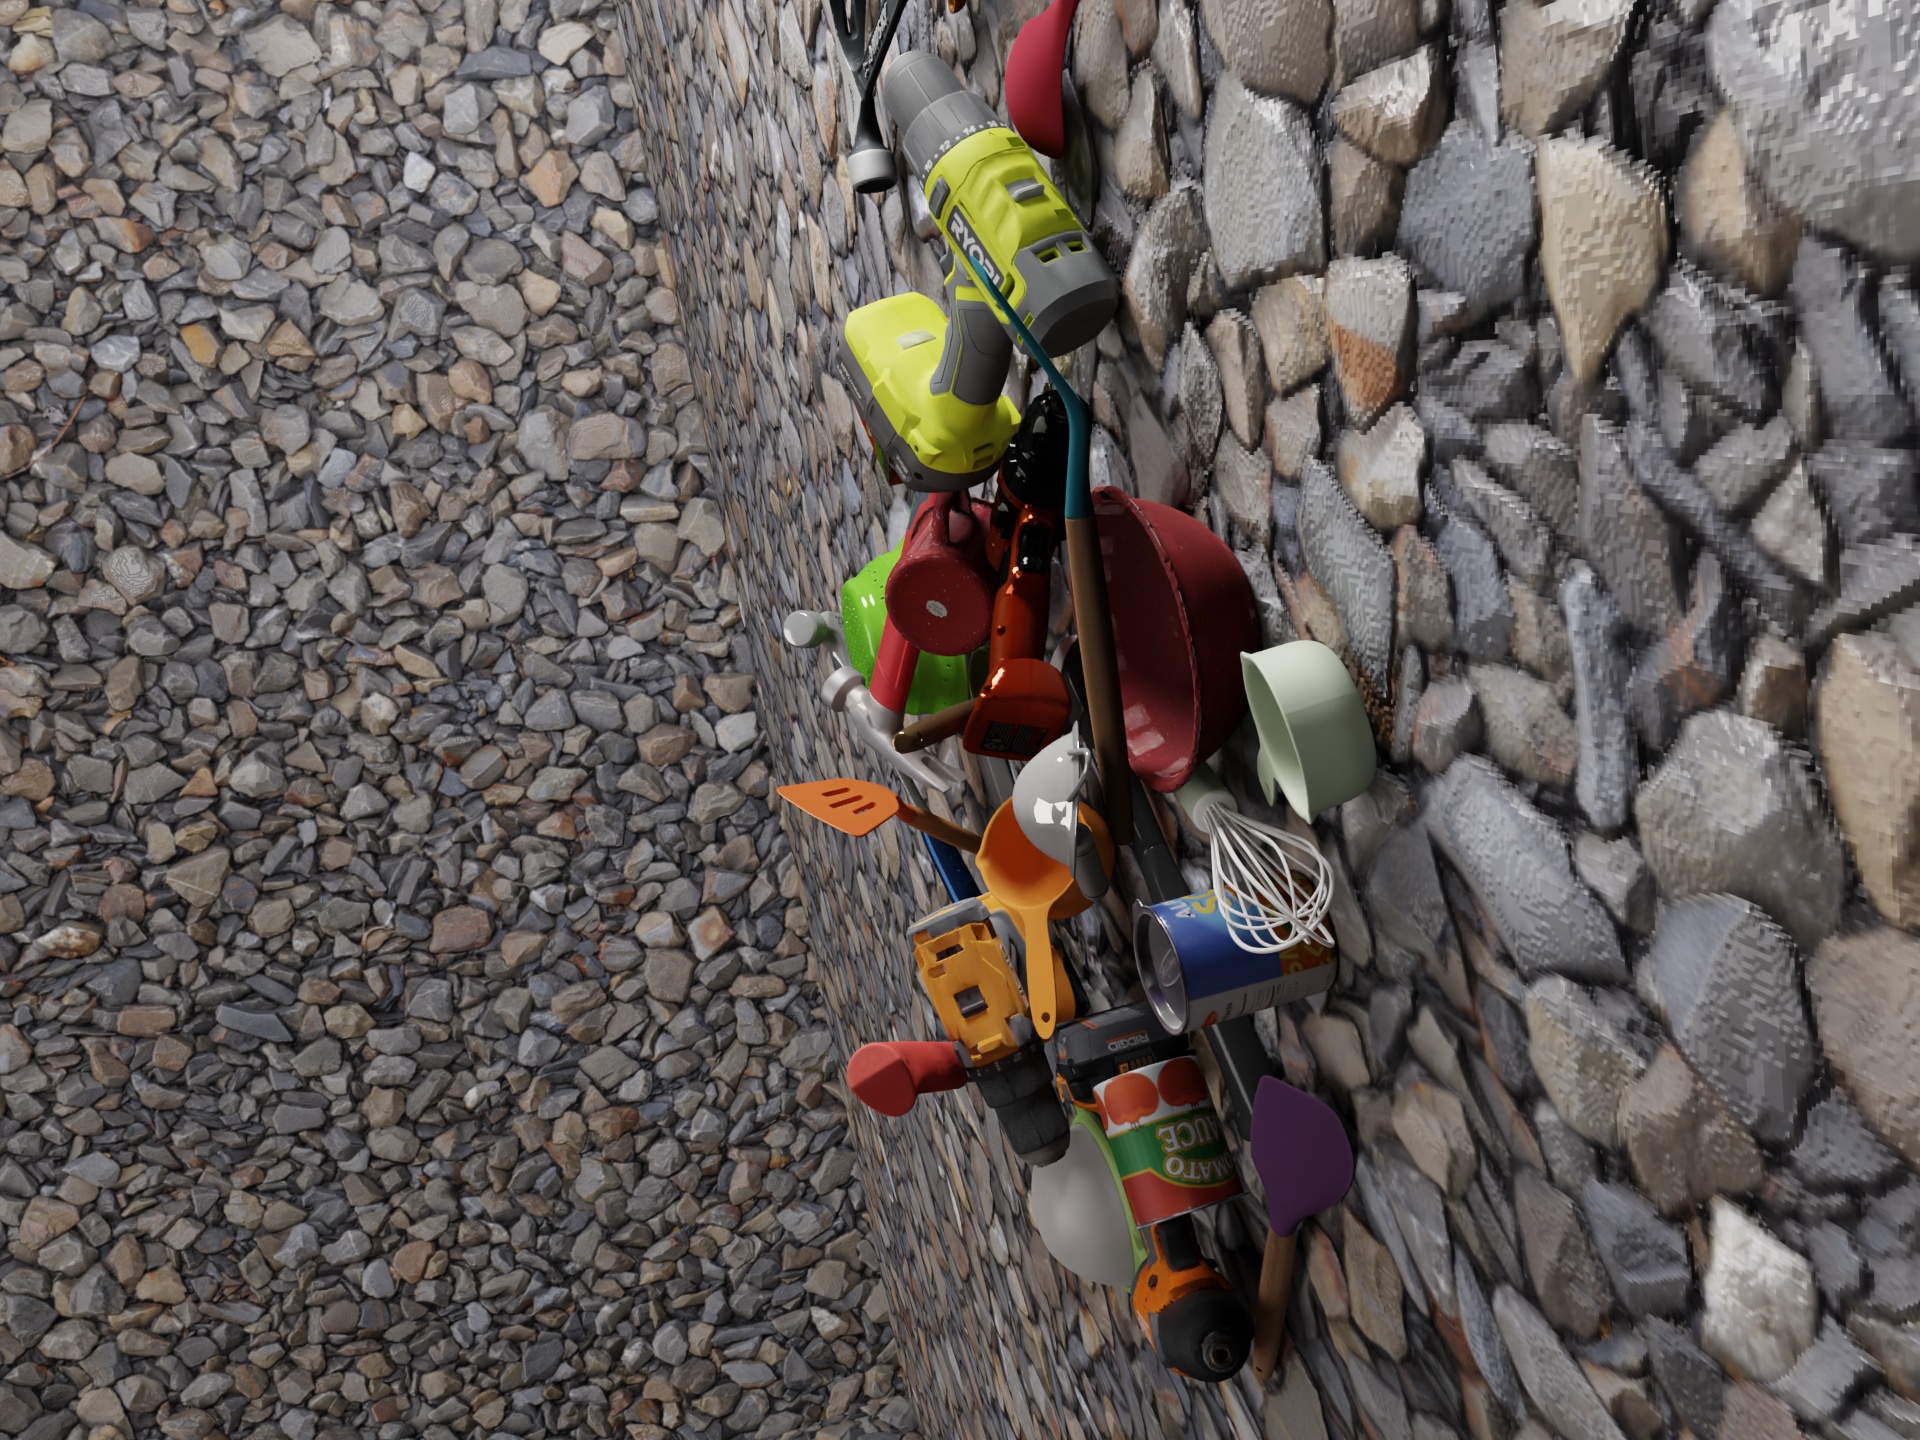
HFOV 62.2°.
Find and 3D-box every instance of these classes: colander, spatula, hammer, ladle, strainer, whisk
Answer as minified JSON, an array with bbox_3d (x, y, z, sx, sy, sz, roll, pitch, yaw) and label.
[{"bbox_3d":[-0.022,-0.001,1.339,0.204,0.094,0.397,110,144,-67],"label":"colander"},{"bbox_3d":[-0.038,0.088,1.293,0.081,0.041,0.322,27,178,27],"label":"spatula"},{"bbox_3d":[-0.038,-0.479,1.026,0.409,0.036,0.149,178,83,-78],"label":"hammer"},{"bbox_3d":[-0.016,-0.119,1.174,0.143,0.038,0.386,38,135,24],"label":"hammer"},{"bbox_3d":[-0.017,0.235,1.121,0.149,0.036,0.359,59,-175,17],"label":"hammer"},{"bbox_3d":[0.187,0.307,0.921,0.060,0.018,0.315,25,140,27],"label":"spatula"},{"bbox_3d":[-0.002,-0.003,1.053,0.320,0.062,0.078,-25,-81,-73],"label":"ladle"},{"bbox_3d":[0.053,-0.078,0.811,0.082,0.044,0.317,-103,3,-70],"label":"spatula"},{"bbox_3d":[0.065,0.068,0.931,0.258,0.050,0.087,64,-153,-65],"label":"strainer"},{"bbox_3d":[-0.030,0.081,1.428,0.406,0.035,0.144,63,-159,10],"label":"hammer"},{"bbox_3d":[0.112,0.422,1.260,0.257,0.069,0.151,-129,28,-65],"label":"strainer"},{"bbox_3d":[0.064,-0.376,0.760,0.315,0.031,0.069,125,128,-71],"label":"ladle"},{"bbox_3d":[0.135,0.051,0.820,0.059,0.058,0.246,37,-169,-20],"label":"whisk"},{"bbox_3d":[0.123,0.093,0.959,0.146,0.035,0.335,97,155,-58],"label":"hammer"}]

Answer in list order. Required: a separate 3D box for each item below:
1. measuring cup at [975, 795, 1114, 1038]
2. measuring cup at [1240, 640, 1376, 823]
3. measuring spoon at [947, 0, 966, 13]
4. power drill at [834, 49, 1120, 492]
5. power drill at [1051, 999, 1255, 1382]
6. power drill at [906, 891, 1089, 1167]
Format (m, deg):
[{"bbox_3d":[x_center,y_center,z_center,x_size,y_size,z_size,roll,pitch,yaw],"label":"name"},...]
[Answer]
[{"bbox_3d":[0.065,0.133,1.083,0.052,0.095,0.174,25,-125,-49],"label":"measuring cup"},{"bbox_3d":[0.161,0.013,0.743,0.167,0.038,0.083,61,-171,-74],"label":"measuring cup"},{"bbox_3d":[0.005,-0.475,0.946,0.116,0.011,0.021,103,156,-56],"label":"measuring spoon"},{"bbox_3d":[-0.005,-0.259,0.949,0.191,0.080,0.228,59,155,13],"label":"power drill"},{"bbox_3d":[0.127,0.299,1.007,0.164,0.084,0.226,113,143,-82],"label":"power drill"},{"bbox_3d":[0.039,0.213,1.159,0.185,0.084,0.226,65,-171,4],"label":"power drill"}]
